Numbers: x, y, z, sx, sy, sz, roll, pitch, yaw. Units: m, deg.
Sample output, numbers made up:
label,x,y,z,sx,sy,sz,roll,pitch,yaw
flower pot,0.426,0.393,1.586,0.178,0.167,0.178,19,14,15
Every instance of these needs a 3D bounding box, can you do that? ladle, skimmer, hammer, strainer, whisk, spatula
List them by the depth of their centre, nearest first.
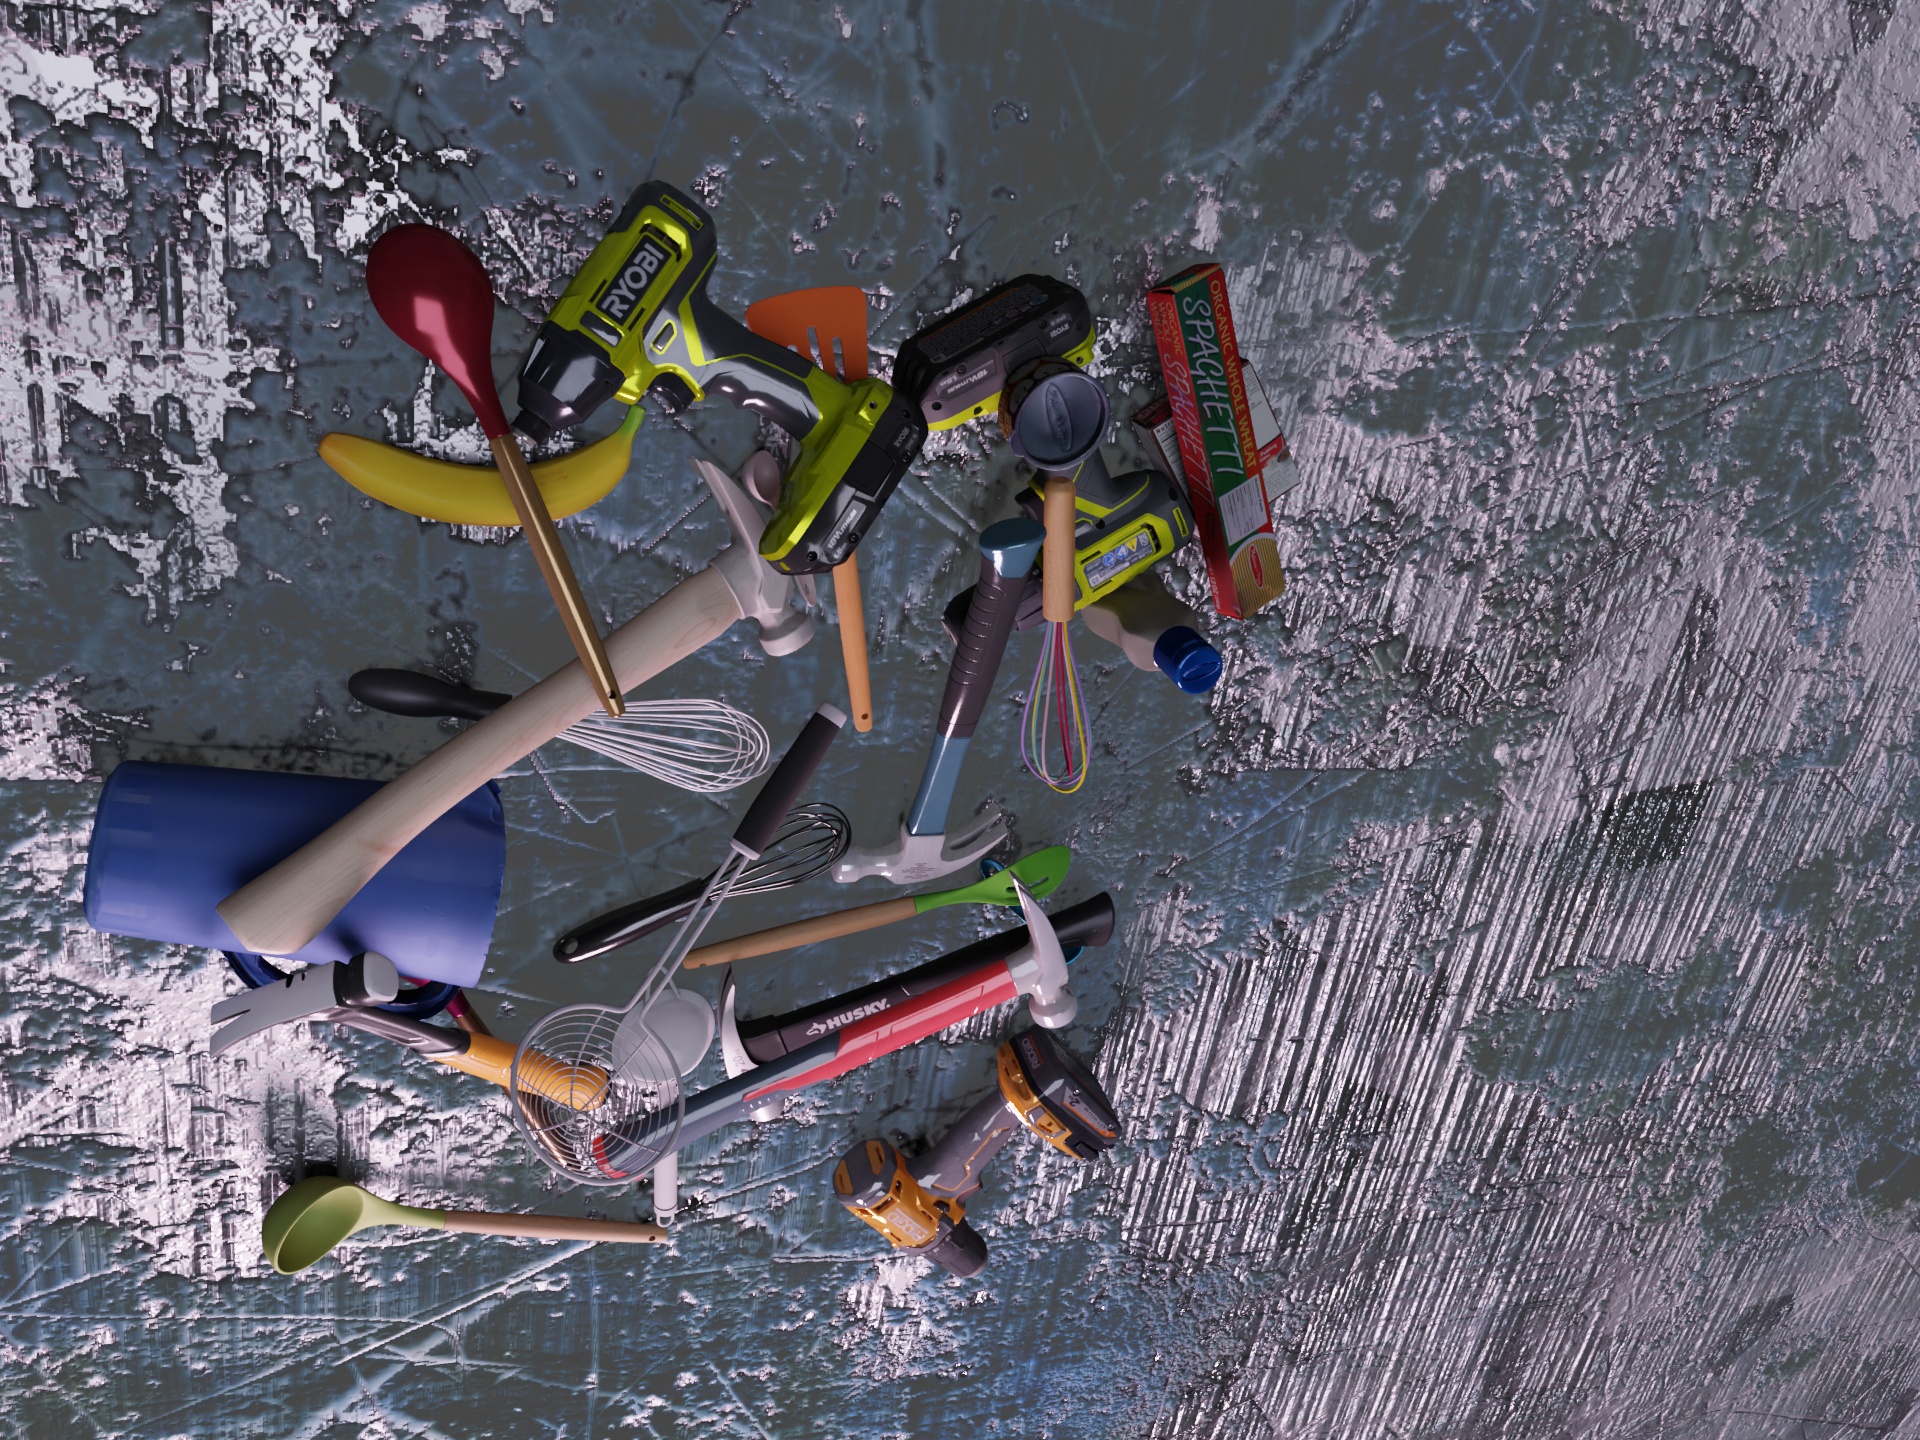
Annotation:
label,x,y,z,sx,sy,sz,roll,pitch,yaw
ladle,-0.268,-0.146,0.956,0.069,0.031,0.315,-27,106,-23
hammer,-0.279,-0.005,0.997,0.410,0.038,0.146,-39,120,-23
whisk,-0.265,0.001,1.076,0.284,0.070,0.070,10,112,-20
hammer,-0.350,0.229,1.094,0.127,0.034,0.336,-19,152,13
spatula,-0.085,-0.133,1.097,0.081,0.041,0.322,-14,125,-15
skimmer,-0.178,0.144,1.105,0.127,0.090,0.363,35,82,-16
whisk,0.072,-0.053,1.111,0.051,0.047,0.244,-9,122,-12
hammer,-0.002,-0.004,1.141,0.128,0.033,0.330,0,132,-21
whisk,-0.192,0.124,1.178,0.239,0.055,0.055,-24,122,-3
hammer,-0.102,0.246,1.221,0.386,0.038,0.143,-23,122,-7
ladle,-0.377,0.401,1.244,0.320,0.062,0.078,15,110,-30
strainer,-0.232,0.310,1.262,0.087,0.050,0.258,-14,125,-31
hammer,-0.034,0.206,1.272,0.335,0.035,0.146,-20,122,-5

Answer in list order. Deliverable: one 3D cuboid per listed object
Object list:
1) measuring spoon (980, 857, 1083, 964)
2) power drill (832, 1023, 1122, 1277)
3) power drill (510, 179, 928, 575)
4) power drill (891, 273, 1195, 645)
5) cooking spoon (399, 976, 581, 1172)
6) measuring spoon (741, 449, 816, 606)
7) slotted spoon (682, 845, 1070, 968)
label,x,y,z,sx,sy,sz,roll,pitch,yaw
measuring spoon,0.055,0.153,1.306,0.042,0.021,0.128,-39,114,5
power drill,0.027,0.385,1.378,0.226,0.084,0.185,-37,124,5
power drill,-0.148,-0.192,0.971,0.223,0.080,0.171,35,83,-19
power drill,0.044,-0.168,1.096,0.190,0.080,0.228,-30,125,-4
cooking spoon,-0.359,0.233,1.183,0.069,0.017,0.318,-27,122,-6
measuring spoon,-0.124,-0.128,1.085,0.018,0.034,0.124,0,131,23
slotted spoon,-0.061,0.151,1.238,0.313,0.031,0.070,-13,150,-8
